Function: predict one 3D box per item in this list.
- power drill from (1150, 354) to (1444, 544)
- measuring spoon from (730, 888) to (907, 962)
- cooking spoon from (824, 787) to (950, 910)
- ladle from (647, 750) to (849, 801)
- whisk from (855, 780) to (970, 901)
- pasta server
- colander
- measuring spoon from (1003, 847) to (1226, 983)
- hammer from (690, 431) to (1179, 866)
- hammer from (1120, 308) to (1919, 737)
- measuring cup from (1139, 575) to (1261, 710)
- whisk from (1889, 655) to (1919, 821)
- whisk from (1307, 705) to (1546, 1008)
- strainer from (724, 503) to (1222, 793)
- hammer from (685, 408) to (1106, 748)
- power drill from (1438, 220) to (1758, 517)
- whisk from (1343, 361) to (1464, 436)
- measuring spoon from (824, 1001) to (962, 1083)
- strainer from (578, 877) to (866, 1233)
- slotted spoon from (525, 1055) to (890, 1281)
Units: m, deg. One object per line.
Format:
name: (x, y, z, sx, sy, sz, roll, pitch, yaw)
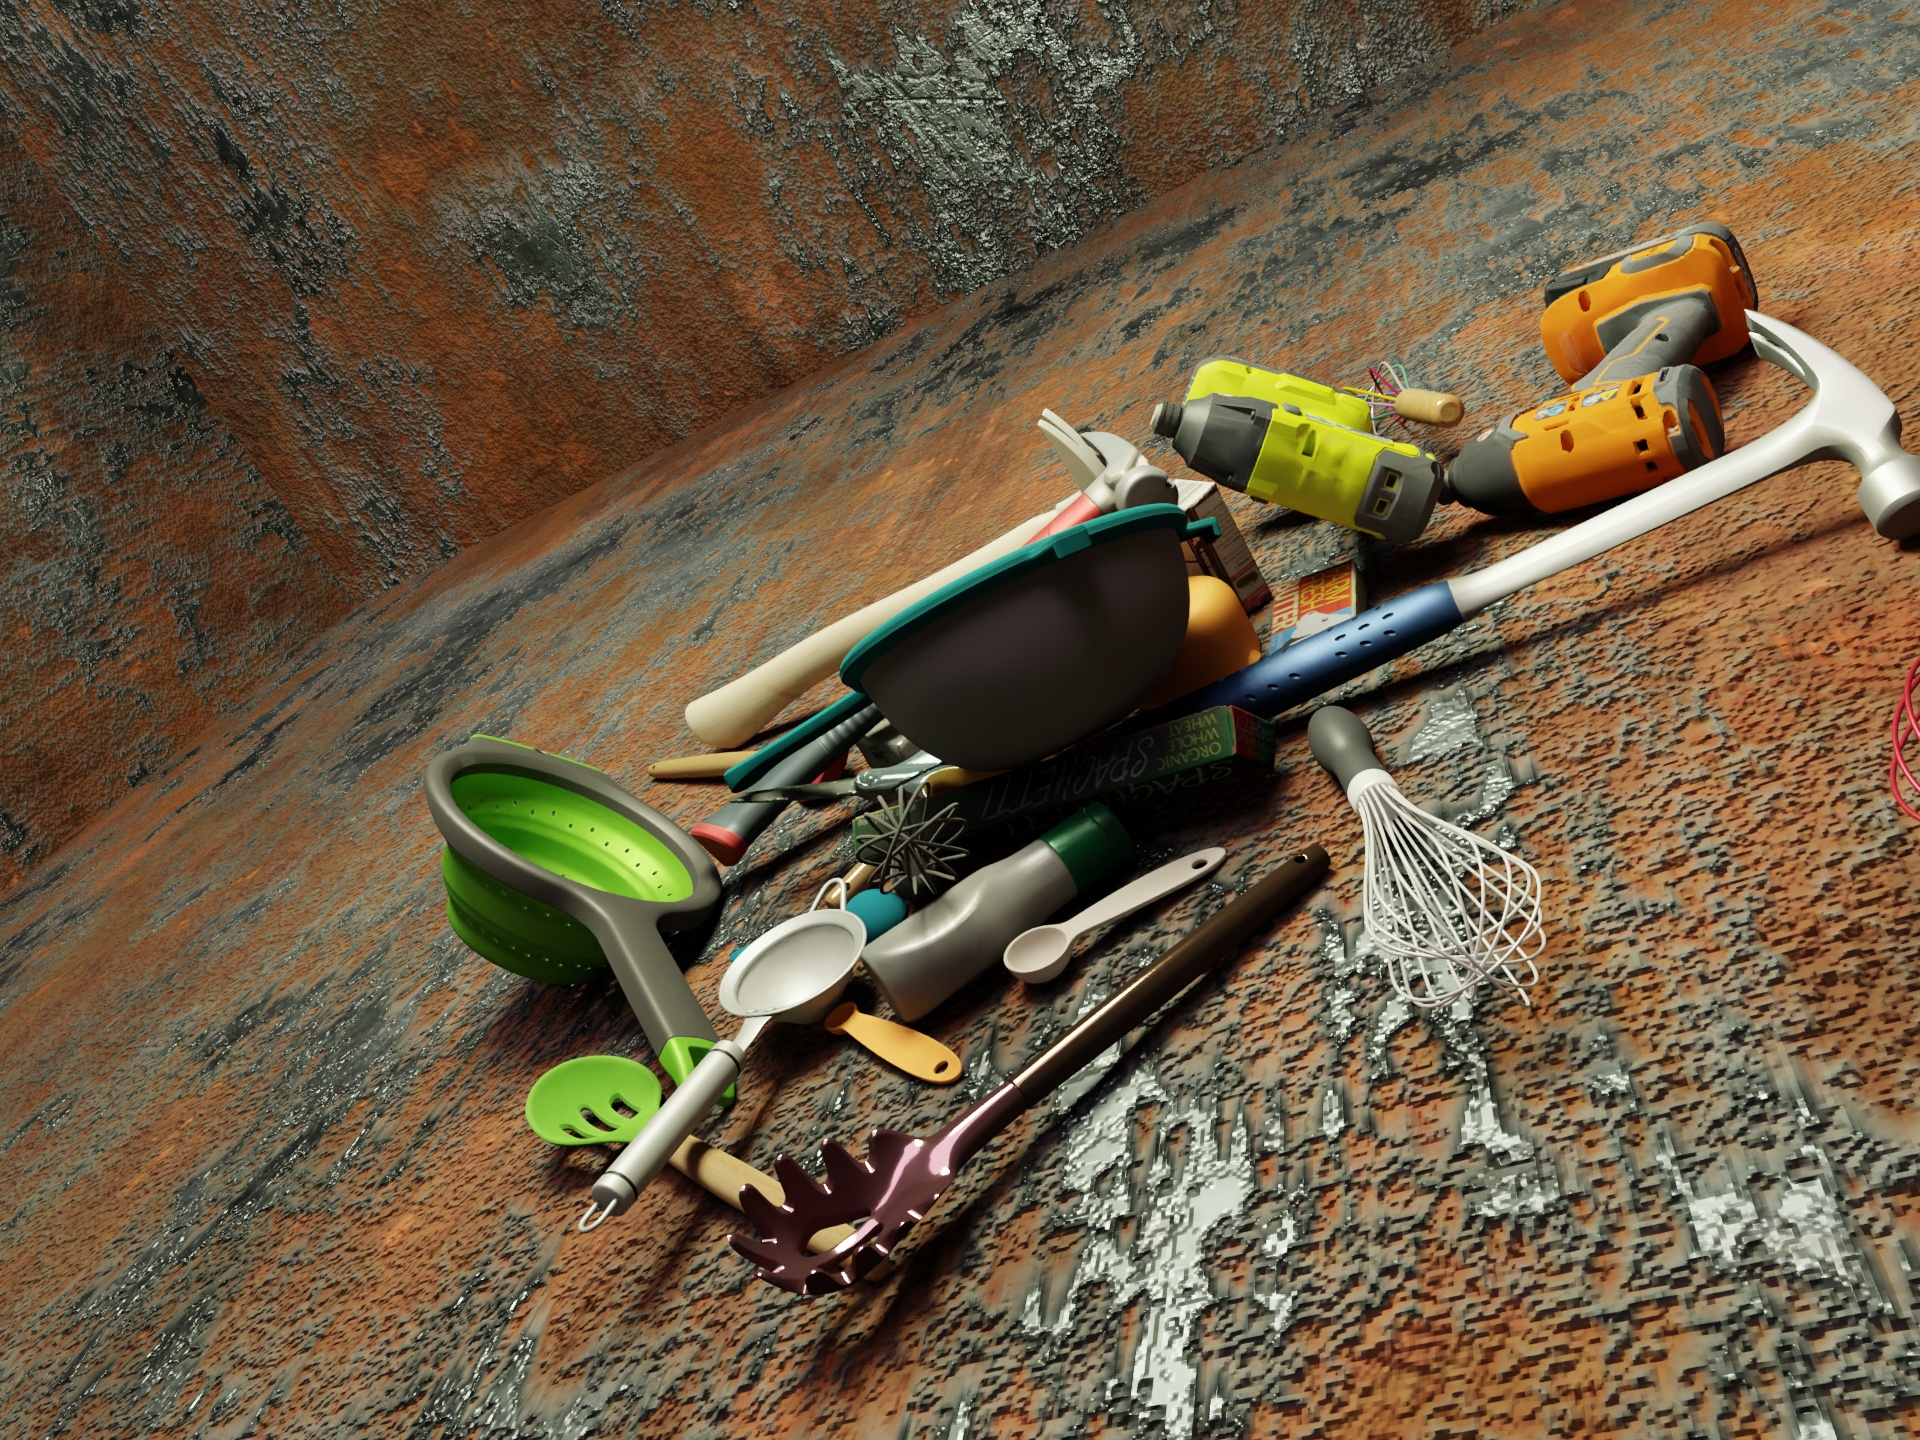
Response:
power drill: (0.205, -0.180, 1.026, 0.171, 0.080, 0.223, 18, 17, 0)
measuring spoon: (-0.089, 0.121, 0.931, 0.128, 0.021, 0.042, -17, 24, 29)
cooking spoon: (0.027, 0.009, 1.010, 0.069, 0.017, 0.319, 35, 65, 22)
ladle: (-0.169, 0.033, 1.228, 0.315, 0.031, 0.069, -6, 65, 54)
whisk: (-0.024, 0.070, 0.808, 0.055, 0.055, 0.239, -33, -9, -7)
pasta server: (0.043, 0.137, 0.673, 0.316, 0.040, 0.060, -33, 41, -22)
colander: (-0.231, 0.140, 0.976, 0.094, 0.204, 0.397, -62, 36, 11)
measuring spoon: (0.079, 0.097, 0.781, 0.124, 0.018, 0.034, -27, 26, -10)
hammer: (-0.028, -0.046, 1.056, 0.386, 0.038, 0.143, -41, 23, 6)
hammer: (0.266, -0.071, 0.826, 0.405, 0.035, 0.144, -26, 50, 22)
measuring cup: (0.113, -0.028, 0.958, 0.095, 0.052, 0.174, -9, 27, 44)
whisk: (0.398, -0.037, 0.601, 0.073, 0.073, 0.296, -12, 21, 40)
whisk: (0.190, 0.046, 0.694, 0.070, 0.070, 0.285, -27, 16, 10)
strainer: (-0.001, -0.003, 0.912, 0.340, 0.095, 0.211, -30, -8, 30)
hammer: (-0.057, -0.085, 1.224, 0.410, 0.146, 0.038, -25, 21, 25)
power drill: (0.385, -0.204, 0.965, 0.164, 0.084, 0.226, -12, 30, 43)
whisk: (0.311, -0.220, 1.101, 0.051, 0.047, 0.245, -41, 9, 11)
measuring spoon: (-0.033, 0.161, 0.786, 0.021, 0.011, 0.117, -44, 28, -23)
strainer: (-0.113, 0.167, 0.796, 0.087, 0.050, 0.258, -10, 21, 30)
slotted spoon: (-0.127, 0.214, 0.764, 0.070, 0.031, 0.314, -25, 17, -33)
